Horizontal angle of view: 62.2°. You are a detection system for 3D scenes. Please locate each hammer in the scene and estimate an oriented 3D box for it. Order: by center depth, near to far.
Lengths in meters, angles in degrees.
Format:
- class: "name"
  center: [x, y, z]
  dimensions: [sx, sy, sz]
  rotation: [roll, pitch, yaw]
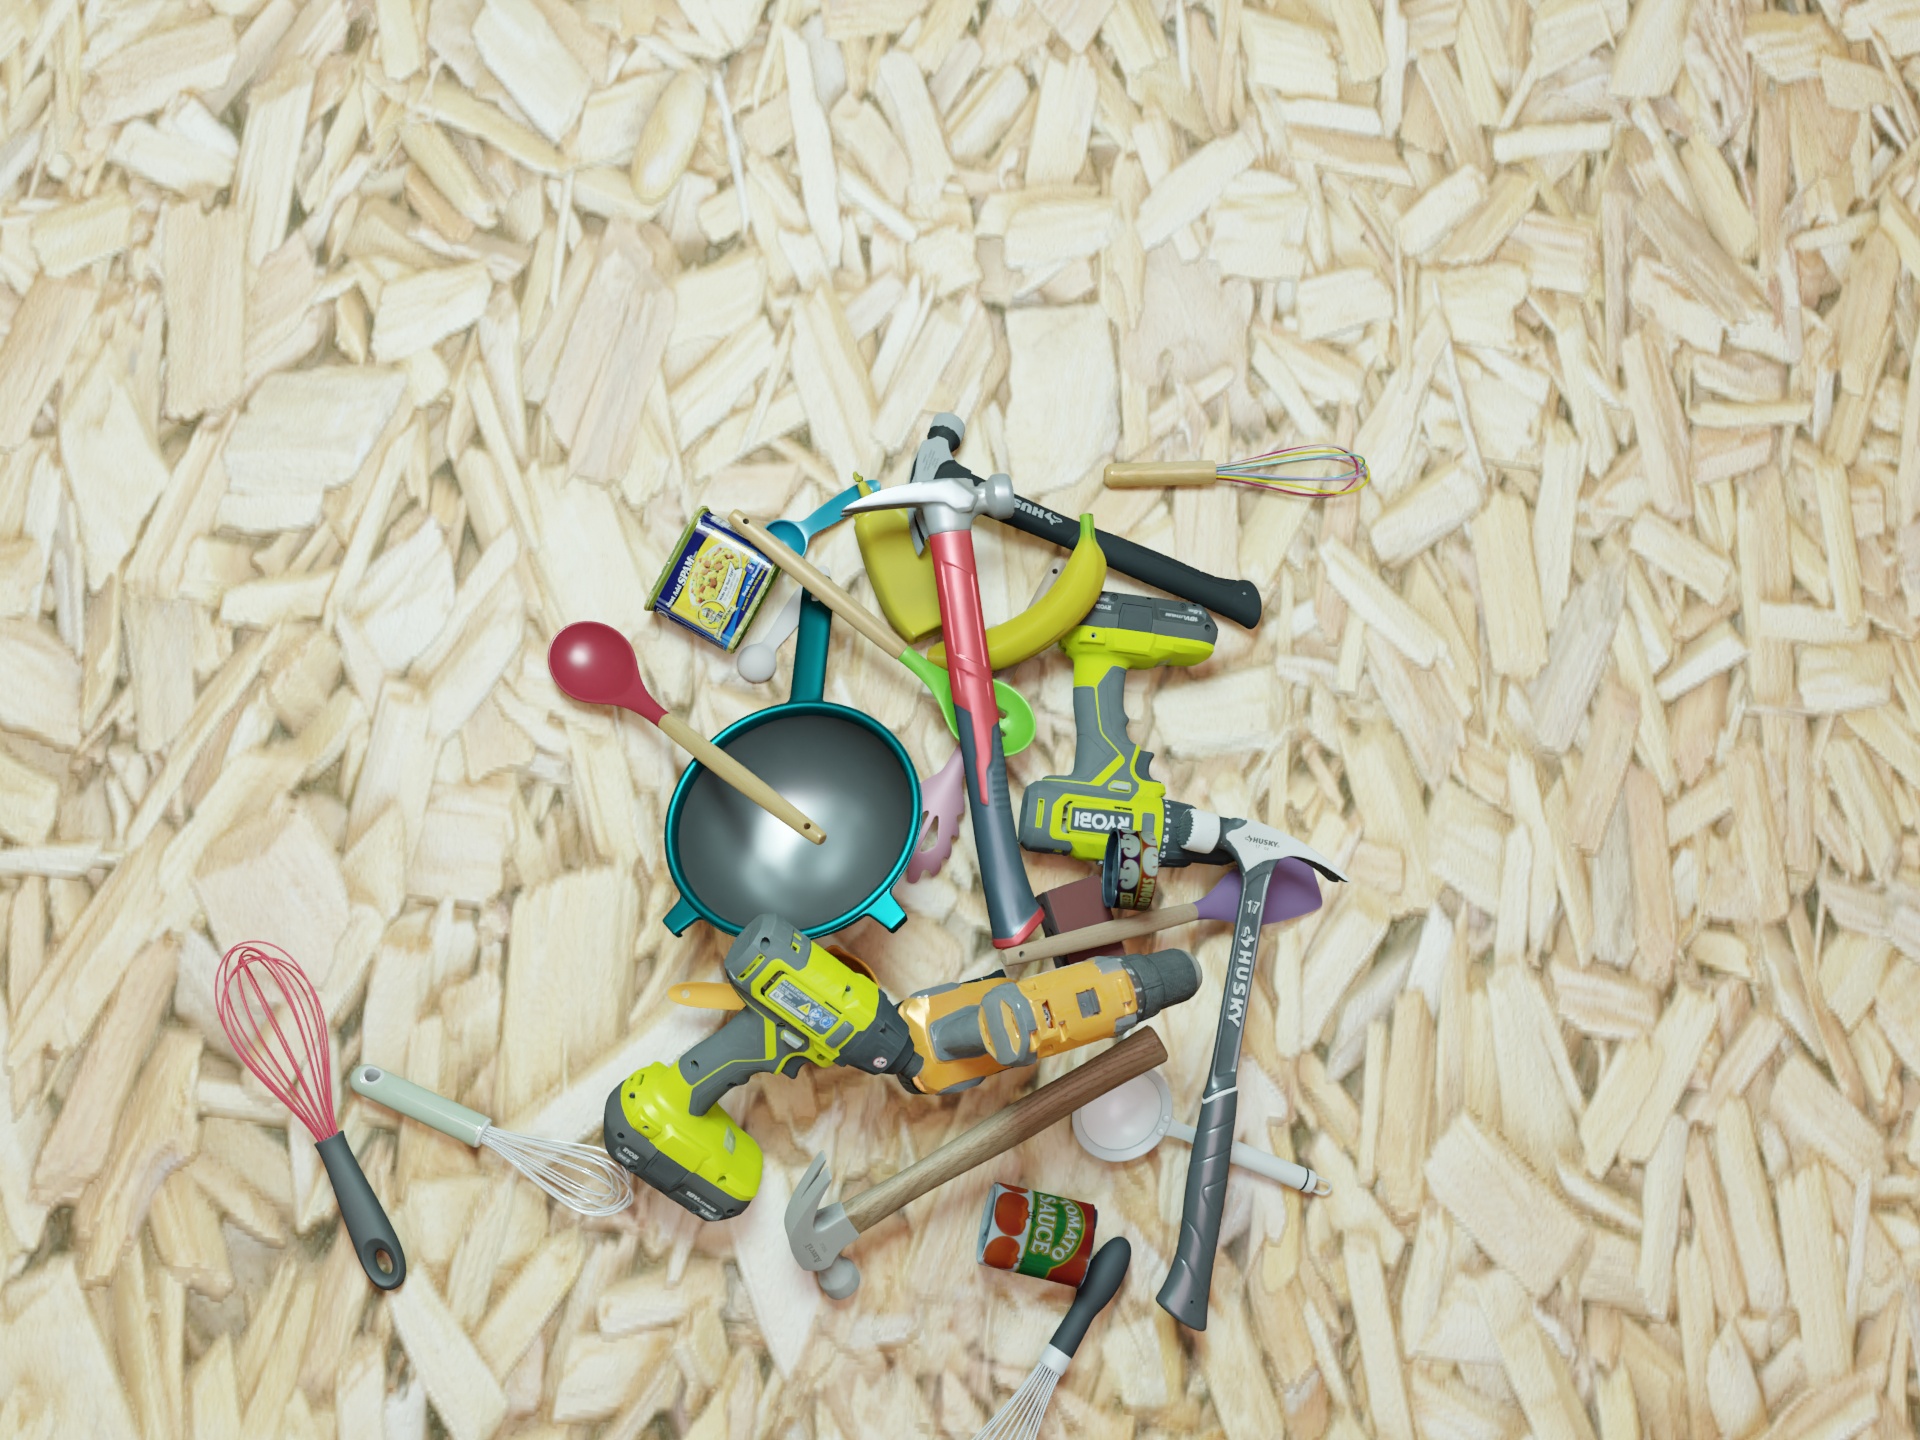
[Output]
- class: "hammer"
  center: [0.013, 0.332, 1.248]
  dimensions: [0.331, 0.031, 0.129]
  rotation: [-29, 125, -4]
- class: "hammer"
  center: [0.219, 0.285, 1.296]
  dimensions: [0.149, 0.036, 0.409]
  rotation: [13, 81, -13]
- class: "hammer"
  center: [-0.002, -0.004, 1.303]
  dimensions: [0.143, 0.038, 0.386]
  rotation: [-8, 88, -7]
- class: "hammer"
  center: [0.111, -0.155, 1.400]
  dimensions: [0.334, 0.035, 0.146]
  rotation: [22, 52, -6]

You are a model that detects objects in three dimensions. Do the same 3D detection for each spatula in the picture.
- class: "spatula"
  center: [0.173, 0.162, 1.325]
  dimensions: [0.316, 0.018, 0.060]
  rotation: [-10, 78, -27]

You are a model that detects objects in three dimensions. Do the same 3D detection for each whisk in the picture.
- class: "whisk"
  center: [-0.503, 0.309, 1.244]
  dimensions: [0.073, 0.073, 0.296]
  rotation: [-25, 89, -11]
- class: "whisk"
  center: [-0.371, 0.330, 1.260]
  dimensions: [0.246, 0.059, 0.058]
  rotation: [24, 40, 3]
- class: "whisk"
  center: [0.057, 0.535, 1.260]
  dimensions: [0.070, 0.070, 0.285]
  rotation: [34, 72, 1]
- class: "whisk"
  center: [0.252, -0.224, 1.443]
  dimensions: [0.245, 0.051, 0.047]
  rotation: [-2, 84, -4]

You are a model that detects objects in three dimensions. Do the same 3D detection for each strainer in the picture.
- class: "strainer"
  center: [0.193, 0.345, 1.320]
  dimensions: [0.258, 0.050, 0.087]
  rotation: [23, 95, -7]
- class: "strainer"
  center: [-0.124, 0.041, 1.328]
  dimensions: [0.211, 0.095, 0.341]
  rotation: [-3, 60, 10]

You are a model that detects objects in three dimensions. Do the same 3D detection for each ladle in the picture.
- class: "ladle"
  center: [-0.223, 0.012, 1.294]
  dimensions: [0.316, 0.031, 0.069]
  rotation: [34, 75, 26]

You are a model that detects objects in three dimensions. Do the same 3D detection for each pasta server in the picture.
- class: "pasta server"
  center: [0.019, -0.005, 1.381]
  dimensions: [0.060, 0.040, 0.316]
  rotation: [27, 73, 0]

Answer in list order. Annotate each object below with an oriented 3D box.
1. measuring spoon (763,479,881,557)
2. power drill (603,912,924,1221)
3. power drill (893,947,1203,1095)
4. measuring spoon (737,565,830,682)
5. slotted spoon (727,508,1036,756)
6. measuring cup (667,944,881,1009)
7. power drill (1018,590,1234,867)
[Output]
- class: "measuring spoon"
  center: [-0.124, -0.177, 1.407]
  dimensions: [0.128, 0.021, 0.042]
  rotation: [-35, 92, -21]
- class: "power drill"
  center: [-0.151, 0.273, 1.218]
  dimensions: [0.171, 0.080, 0.223]
  rotation: [39, 107, -15]
- class: "power drill"
  center: [0.063, 0.226, 1.233]
  dimensions: [0.185, 0.226, 0.084]
  rotation: [-10, 79, -32]
- class: "measuring spoon"
  center: [-0.151, -0.087, 1.381]
  dimensions: [0.034, 0.018, 0.124]
  rotation: [34, 76, 2]
- class: "slotted spoon"
  center: [-0.068, -0.074, 1.332]
  dimensions: [0.313, 0.031, 0.070]
  rotation: [39, 65, -6]
- class: "measuring cup"
  center: [-0.150, 0.229, 1.300]
  dimensions: [0.173, 0.052, 0.095]
  rotation: [5, 78, -3]
- class: "power drill"
  center: [0.156, 0.014, 1.366]
  dimensions: [0.190, 0.080, 0.228]
  rotation: [7, 80, -4]
